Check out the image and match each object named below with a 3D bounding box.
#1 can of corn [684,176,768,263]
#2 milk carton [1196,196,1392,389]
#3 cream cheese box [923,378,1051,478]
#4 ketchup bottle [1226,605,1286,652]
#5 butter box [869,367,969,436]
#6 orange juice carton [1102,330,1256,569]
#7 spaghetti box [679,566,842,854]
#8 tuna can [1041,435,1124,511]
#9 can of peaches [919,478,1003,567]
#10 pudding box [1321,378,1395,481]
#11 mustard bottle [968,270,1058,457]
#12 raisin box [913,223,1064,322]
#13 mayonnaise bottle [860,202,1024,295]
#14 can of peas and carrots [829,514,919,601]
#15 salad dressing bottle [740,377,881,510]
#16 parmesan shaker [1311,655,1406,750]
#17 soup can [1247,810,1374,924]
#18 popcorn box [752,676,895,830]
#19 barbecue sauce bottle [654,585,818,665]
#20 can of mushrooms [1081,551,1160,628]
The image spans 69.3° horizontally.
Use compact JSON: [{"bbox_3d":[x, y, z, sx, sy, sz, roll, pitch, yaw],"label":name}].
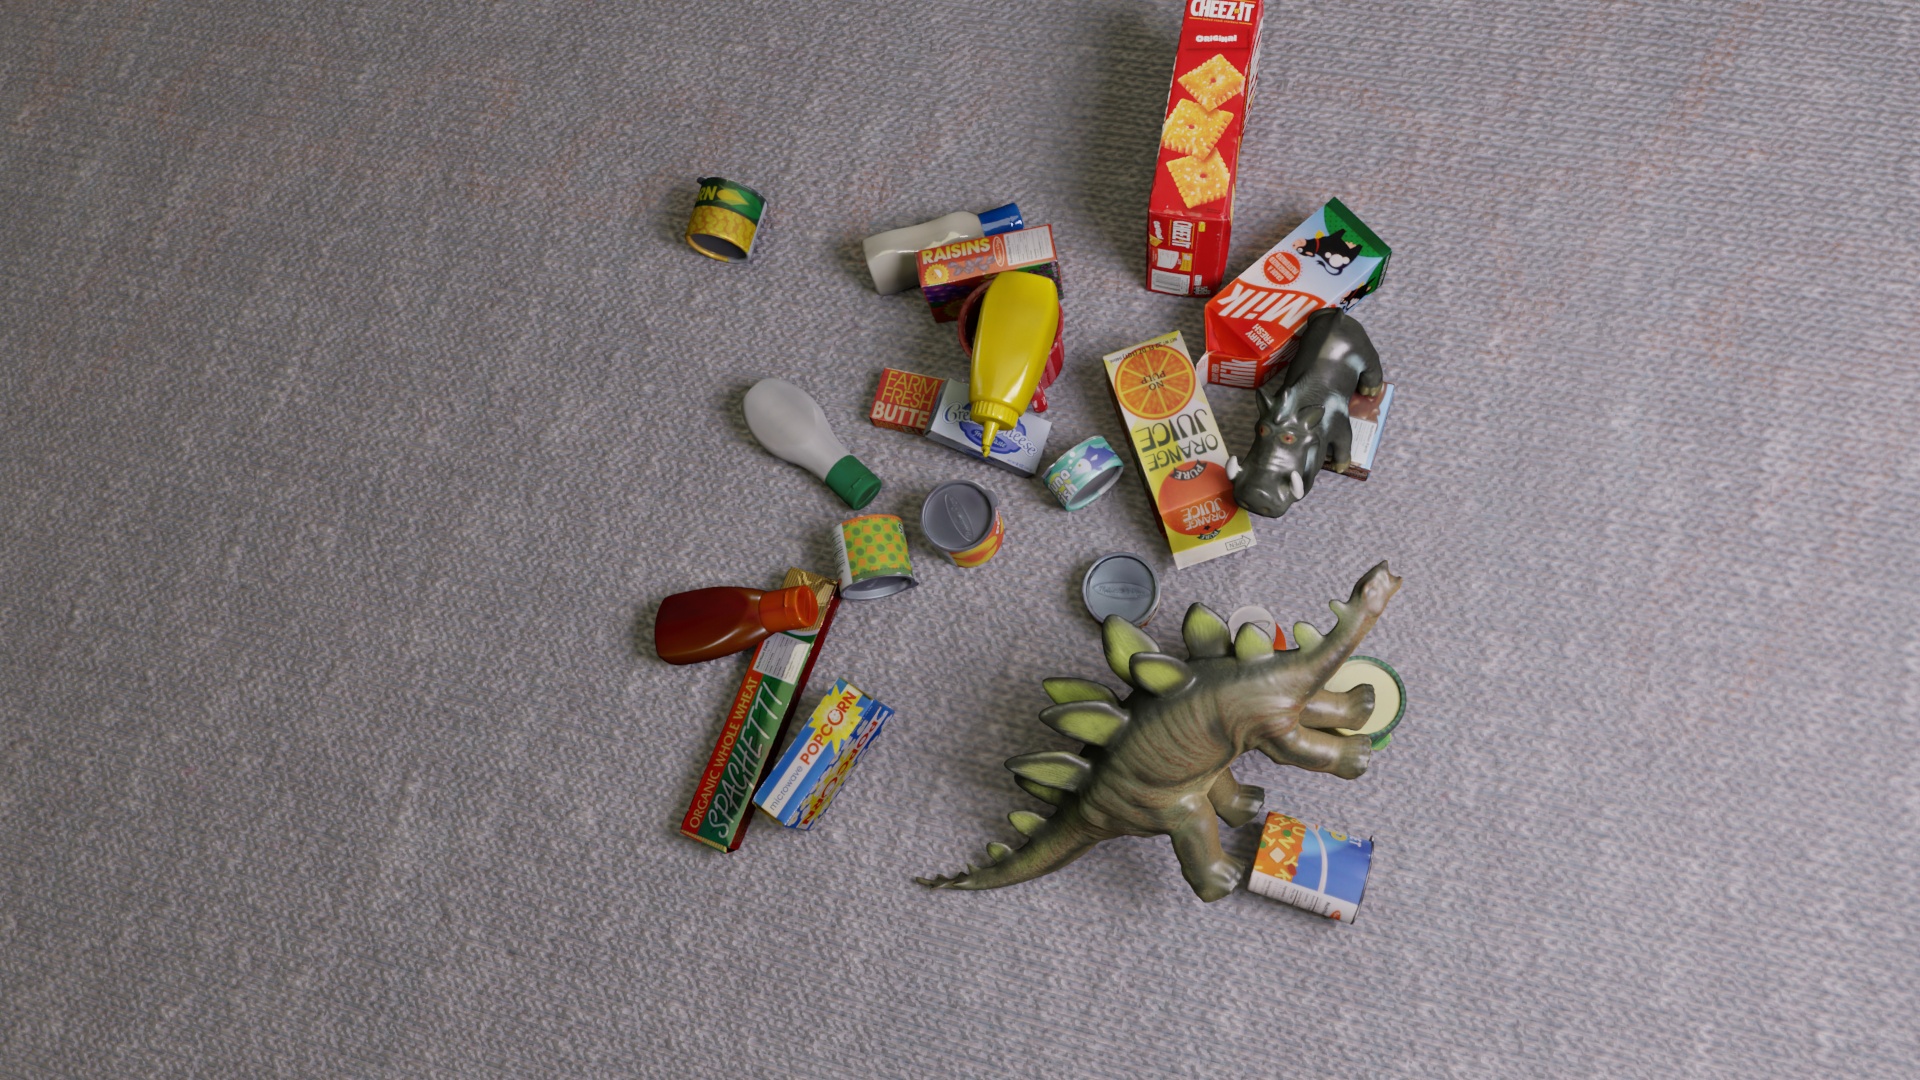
[{"bbox_3d":[-0.226,-0.305,1.325,0.071,0.071,0.058,13,78,13],"label":"can of corn"},{"bbox_3d":[0.277,-0.202,1.211,0.190,0.072,0.073,-40,73,-3],"label":"milk carton"},{"bbox_3d":[0.024,-0.099,1.228,0.104,0.024,0.053,22,76,-14],"label":"cream cheese box"},{"bbox_3d":[0.228,0.083,1.100,0.065,0.148,0.043,-17,75,5],"label":"ketchup bottle"},{"bbox_3d":[-0.027,-0.121,1.264,0.103,0.024,0.053,13,77,12],"label":"butter box"},{"bbox_3d":[0.187,-0.073,1.190,0.072,0.073,0.193,-19,73,4],"label":"orange juice carton"},{"bbox_3d":[-0.172,0.146,1.211,0.050,0.028,0.250,19,78,14],"label":"spaghetti box"},{"bbox_3d":[0.105,-0.057,1.201,0.071,0.071,0.033,-36,73,-1],"label":"tuna can"},{"bbox_3d":[0.004,-0.015,1.212,0.071,0.058,0.071,-2,74,9],"label":"can of peaches"},{"bbox_3d":[0.338,-0.099,1.194,0.050,0.030,0.084,16,78,15],"label":"pudding box"},{"bbox_3d":[0.037,-0.144,1.160,0.065,0.048,0.160,13,78,13],"label":"mustard bottle"},{"bbox_3d":[0.028,-0.240,1.256,0.123,0.086,0.040,-10,75,7],"label":"raisin box"},{"bbox_3d":[-0.015,-0.274,1.287,0.148,0.064,0.041,-18,65,0],"label":"mayonnaise bottle"},{"bbox_3d":[-0.075,0.015,1.214,0.071,0.071,0.059,-14,73,6],"label":"can of peas and carrots"},{"bbox_3d":[-0.135,-0.087,1.263,0.148,0.044,0.064,42,83,16],"label":"salad dressing bottle"},{"bbox_3d":[0.314,0.132,1.096,0.071,0.103,0.071,-2,75,9],"label":"parmesan shaker"},{"bbox_3d":[0.275,0.253,1.089,0.084,0.071,0.071,16,78,14],"label":"soup can"},{"bbox_3d":[-0.113,0.181,1.163,0.038,0.085,0.127,33,83,17],"label":"popcorn box"},{"bbox_3d":[-0.195,0.068,1.206,0.148,0.043,0.065,-11,62,26],"label":"barbecue sauce bottle"},{"bbox_3d":[0.137,0.047,1.185,0.071,0.033,0.071,-2,74,8],"label":"can of mushrooms"}]
